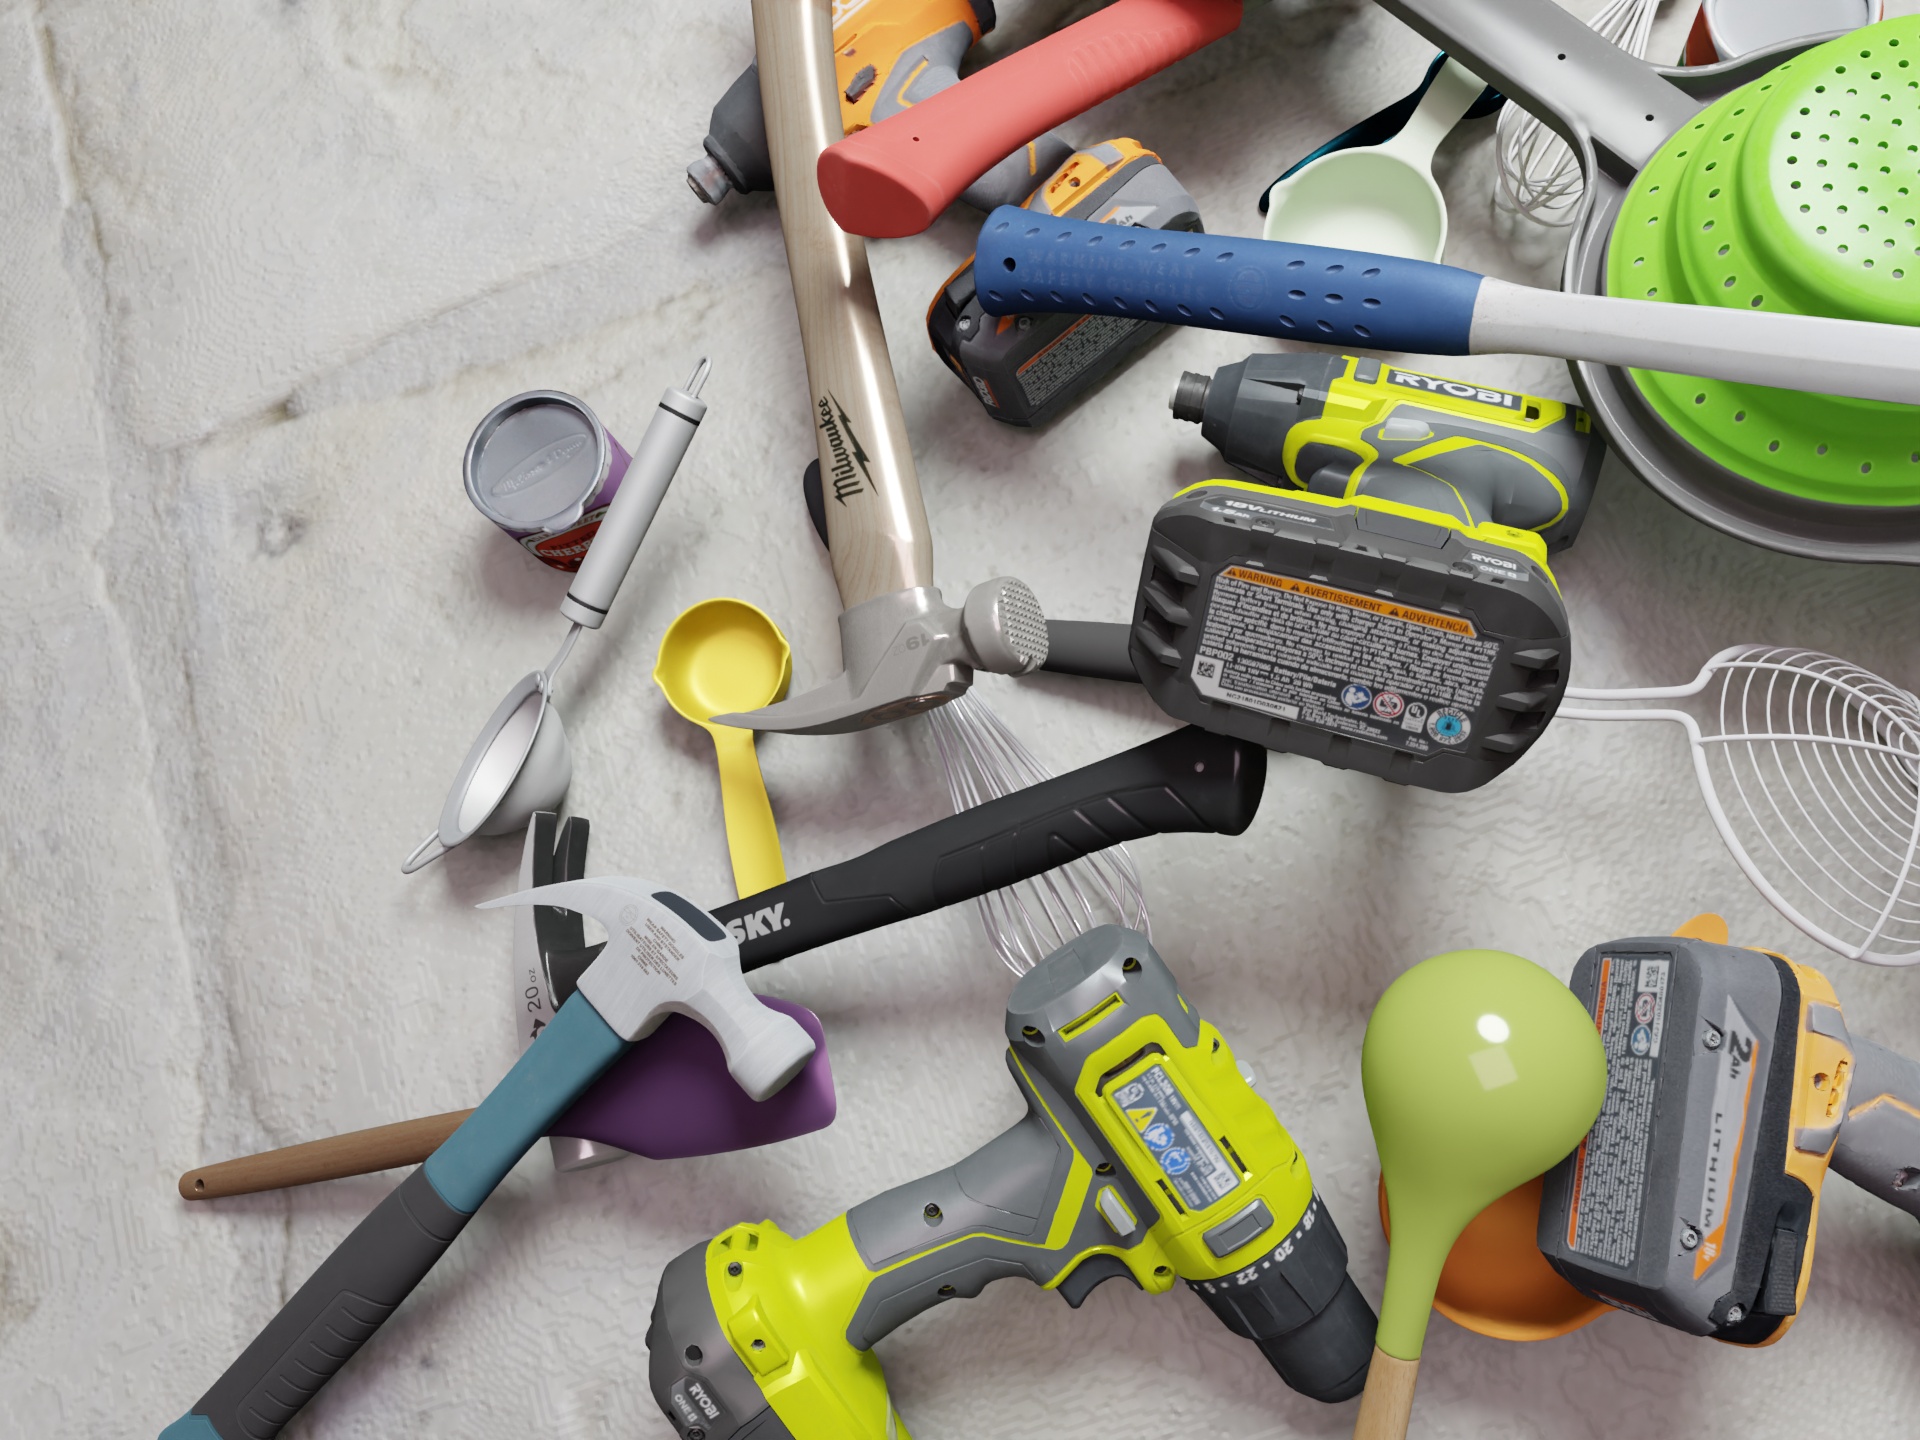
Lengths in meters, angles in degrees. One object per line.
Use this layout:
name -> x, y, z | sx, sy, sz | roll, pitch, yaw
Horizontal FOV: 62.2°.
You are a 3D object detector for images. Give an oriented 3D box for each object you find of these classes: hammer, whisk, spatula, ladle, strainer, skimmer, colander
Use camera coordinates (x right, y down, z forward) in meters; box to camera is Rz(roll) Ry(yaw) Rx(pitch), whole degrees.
hammer -> 0.082, -0.300, 0.668 | 0.359, 0.036, 0.149 | -35, 69, -23
whisk -> 0.000, -0.003, 0.662 | 0.070, 0.070, 0.285 | -30, 67, 2
spatula -> -0.192, 0.161, 0.638 | 0.316, 0.018, 0.060 | -16, 81, 20
ladle -> 0.149, 0.232, 0.538 | 0.078, 0.062, 0.320 | 17, 103, 41
strainer -> -0.163, -0.039, 0.683 | 0.050, 0.087, 0.258 | 24, 99, -27
skimmer -> 0.197, 0.010, 0.628 | 0.363, 0.090, 0.127 | 8, 50, 24
colander -> 0.261, -0.219, 0.561 | 0.204, 0.094, 0.397 | -43, 70, 1
whisk -> 0.300, -0.319, 0.698 | 0.059, 0.058, 0.246 | 35, 79, -18
hammer -> -0.065, -0.198, 0.668 | 0.146, 0.038, 0.411 | -17, 75, 30
hammer -> 0.183, -0.138, 0.525 | 0.406, 0.035, 0.144 | 16, 117, 30
hammer -> -0.204, 0.190, 0.614 | 0.128, 0.033, 0.331 | 46, 103, 14
hammer -> -0.039, 0.061, 0.612 | 0.335, 0.035, 0.146 | -22, 72, 23

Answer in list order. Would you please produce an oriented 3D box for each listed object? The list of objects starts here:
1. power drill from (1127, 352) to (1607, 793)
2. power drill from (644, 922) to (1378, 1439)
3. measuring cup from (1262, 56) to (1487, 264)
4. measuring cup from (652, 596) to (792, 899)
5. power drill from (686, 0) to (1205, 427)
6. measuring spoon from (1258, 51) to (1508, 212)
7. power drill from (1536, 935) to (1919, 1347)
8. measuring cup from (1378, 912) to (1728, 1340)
power drill -> 0.144, -0.075, 0.585 | 0.171, 0.223, 0.080 | 15, 123, 12
power drill -> 0.024, 0.209, 0.573 | 0.228, 0.080, 0.190 | -34, 98, 2
measuring cup -> 0.197, -0.240, 0.686 | 0.083, 0.038, 0.167 | 36, 91, 19
measuring cup -> -0.092, 0.024, 0.691 | 0.062, 0.029, 0.156 | -12, 85, 6
power drill -> -0.015, -0.241, 0.716 | 0.164, 0.084, 0.227 | -39, 68, 1
measuring spoon -> 0.193, -0.261, 0.716 | 0.128, 0.021, 0.042 | -30, 56, 11
power drill -> 0.309, 0.173, 0.517 | 0.226, 0.084, 0.185 | 14, 79, -10
measuring cup -> 0.222, 0.143, 0.582 | 0.095, 0.052, 0.173 | 37, 83, 17
